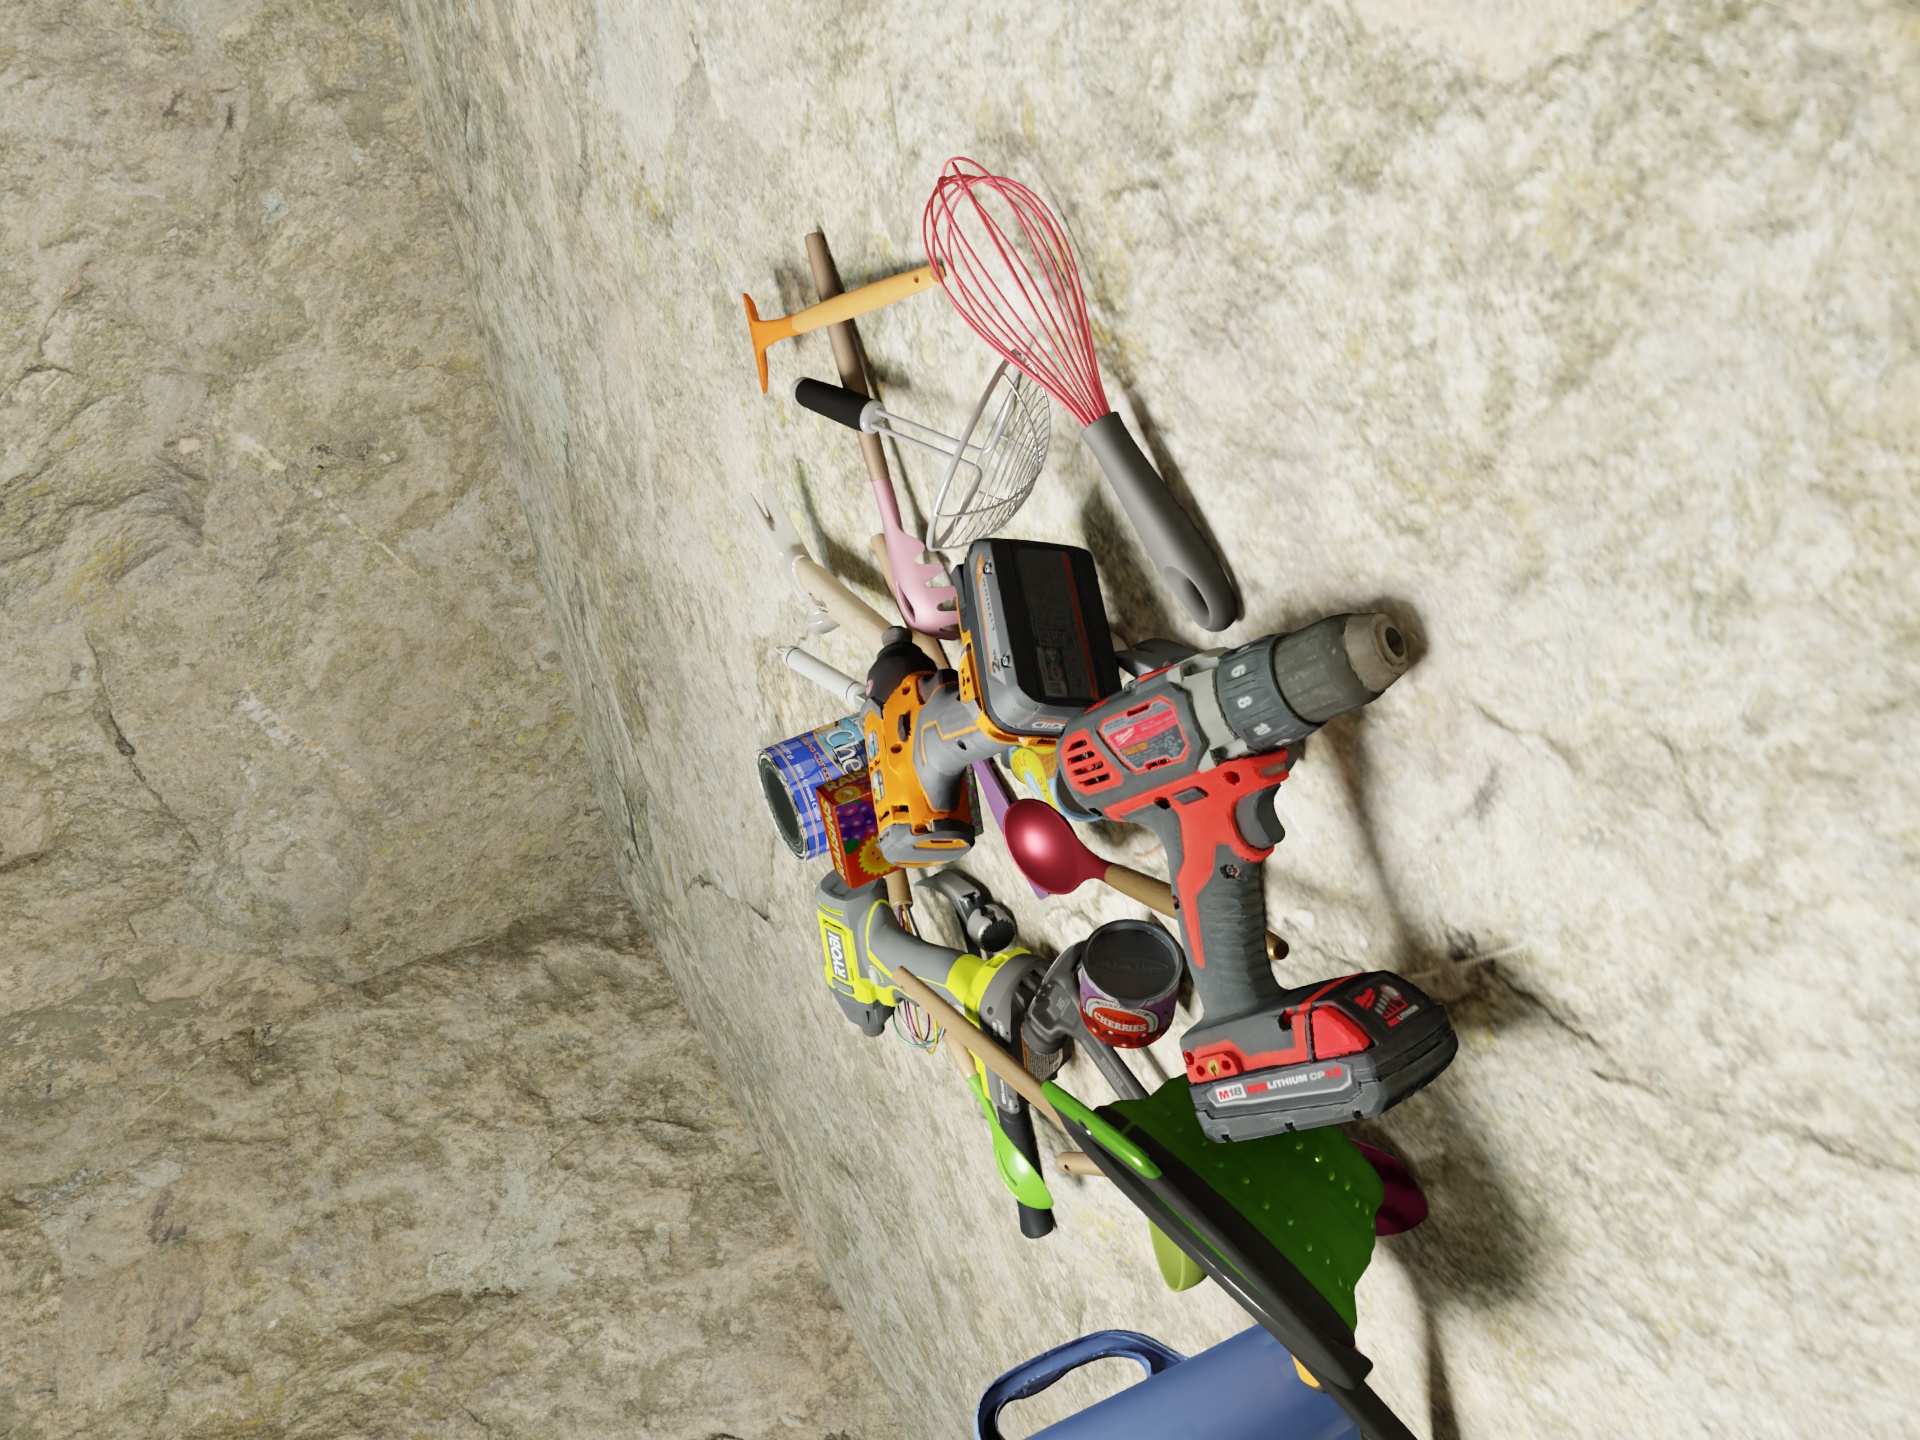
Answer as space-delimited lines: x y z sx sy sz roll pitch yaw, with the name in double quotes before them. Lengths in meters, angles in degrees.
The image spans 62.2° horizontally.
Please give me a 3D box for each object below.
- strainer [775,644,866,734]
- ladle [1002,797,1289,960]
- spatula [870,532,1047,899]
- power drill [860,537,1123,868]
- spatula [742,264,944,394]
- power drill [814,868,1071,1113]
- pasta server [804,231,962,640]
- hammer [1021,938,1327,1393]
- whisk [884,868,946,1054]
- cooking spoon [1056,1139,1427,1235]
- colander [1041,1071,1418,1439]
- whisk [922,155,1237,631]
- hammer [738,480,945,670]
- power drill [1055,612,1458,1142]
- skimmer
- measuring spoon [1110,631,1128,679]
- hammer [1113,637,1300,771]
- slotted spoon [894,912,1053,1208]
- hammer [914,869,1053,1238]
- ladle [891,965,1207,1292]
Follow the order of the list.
"strainer" -0.080 -0.021 1.313 0.259 0.086 0.050 29 114 44
"ladle" 0.104 0.098 0.956 0.315 0.031 0.069 18 125 66
"spatula" -0.002 -0.004 1.247 0.059 0.018 0.316 126 120 -77
"power drill" 0.003 -0.022 0.981 0.226 0.084 0.164 -45 49 53
"spatula" -0.096 -0.291 1.139 0.323 0.041 0.081 5 108 57
"power drill" -0.020 0.229 1.324 0.223 0.080 0.171 20 131 35
"pasta server" -0.060 -0.207 1.181 0.060 0.040 0.316 -5 102 70
"hammer" 0.159 0.303 1.098 0.337 0.034 0.127 52 141 30
"whisk" -0.052 0.194 1.473 0.047 0.051 0.245 65 -170 -58
"cooking spoon" 0.161 0.284 0.999 0.319 0.017 0.068 -18 104 54
"colander" 0.204 0.306 0.889 0.396 0.094 0.205 50 167 -25
"whisk" 0.064 -0.174 0.846 0.296 0.073 0.073 60 160 6
"hammer" -0.074 -0.078 1.242 0.146 0.038 0.411 61 169 -30
"power drill" 0.155 0.070 0.752 0.188 0.080 0.227 -25 82 42
"skimmer" -0.053 -0.199 1.037 0.364 0.090 0.127 34 102 54
"measuring spoon" 0.076 -0.067 0.991 0.124 0.018 0.034 -121 20 -44
"hammer" 0.152 0.137 0.958 0.143 0.038 0.386 43 149 53
"slotted spoon" 0.000 0.304 1.449 0.070 0.031 0.314 95 151 -59
"hammer" 0.034 0.318 1.461 0.149 0.036 0.408 38 144 57
"ladle" 0.062 0.298 1.190 0.320 0.062 0.078 38 151 16
